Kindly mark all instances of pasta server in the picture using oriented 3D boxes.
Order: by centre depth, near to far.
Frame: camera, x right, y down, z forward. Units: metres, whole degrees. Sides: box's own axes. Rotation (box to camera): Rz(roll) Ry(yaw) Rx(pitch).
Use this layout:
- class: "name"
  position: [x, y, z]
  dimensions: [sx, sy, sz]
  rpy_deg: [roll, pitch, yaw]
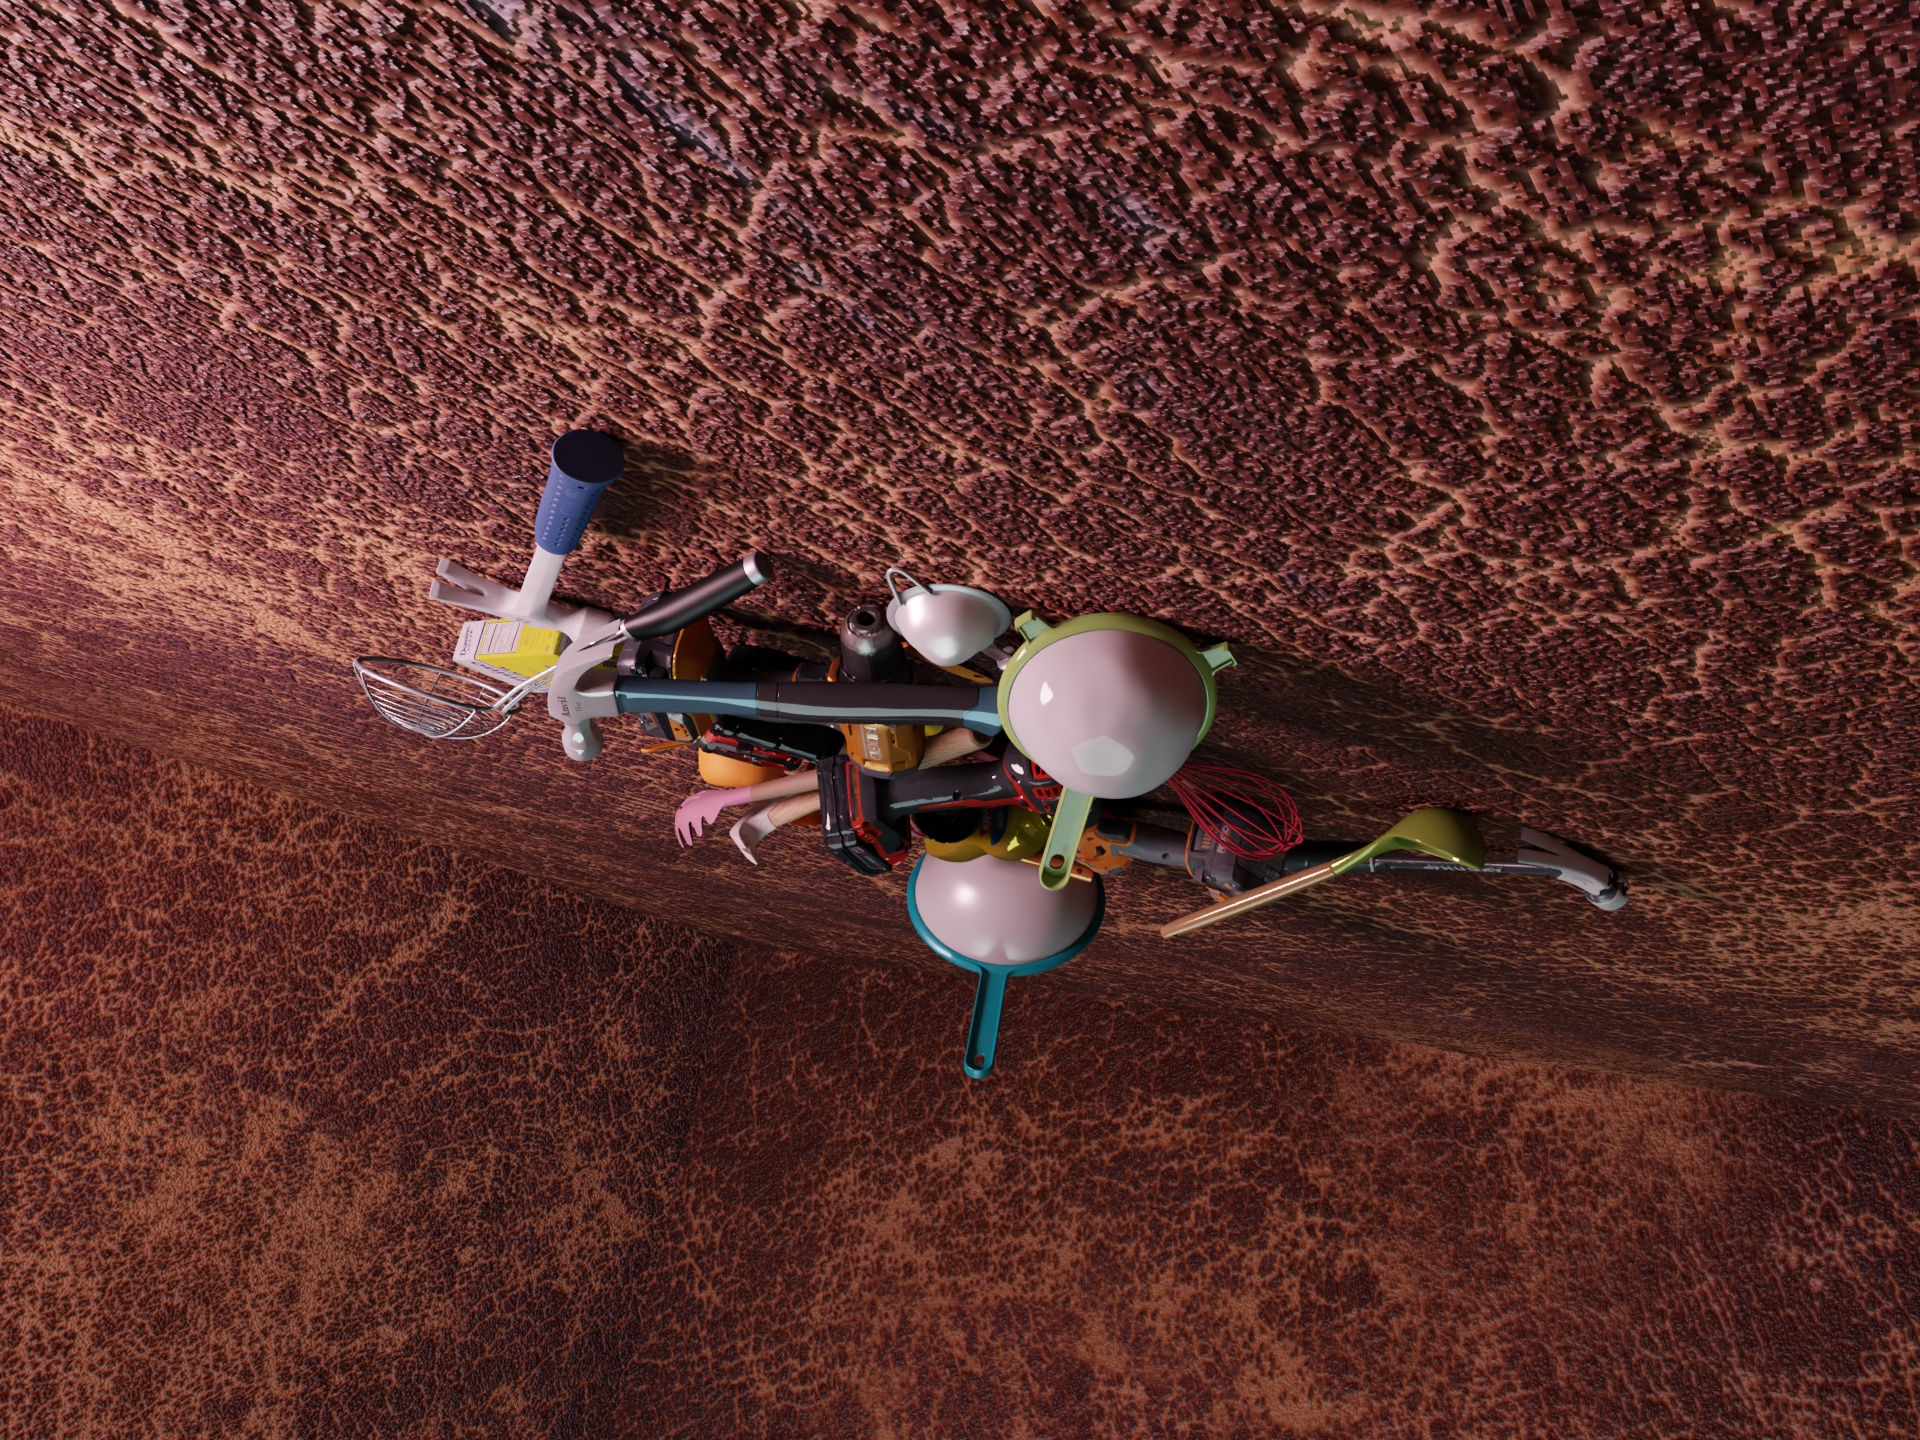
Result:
- class: "pasta server"
  position: [-0.170, 0.070, 1.482]
  dimensions: [0.316, 0.060, 0.040]
  rpy_deg: [-14, 114, 43]

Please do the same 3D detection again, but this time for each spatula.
- class: "spatula"
  position: [-0.019, 0.111, 1.617]
  dimensions: [0.322, 0.081, 0.041]
  rpy_deg: [17, 167, 9]

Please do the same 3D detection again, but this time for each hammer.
- class: "hammer"
  position: [-0.294, -0.123, 1.125]
  dimensions: [0.144, 0.035, 0.405]
  rpy_deg: [17, 165, -16]
- class: "hammer"
  position: [-0.130, -0.014, 1.136]
  dimensions: [0.331, 0.033, 0.128]
  rpy_deg: [2, 141, 1]
- class: "hammer"
  position: [-0.097, 0.058, 1.472]
  dimensions: [0.331, 0.130, 0.031]
  rpy_deg: [-23, 109, 41]
- class: "hammer"
  position: [0.407, 0.135, 1.516]
  dimensions: [0.409, 0.036, 0.149]
  rpy_deg: [-3, 158, 46]

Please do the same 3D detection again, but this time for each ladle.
- class: "ladle"
  position: [0.312, 0.151, 1.412]
  dimensions: [0.320, 0.062, 0.078]
  rpy_deg: [-27, 146, 33]
- class: "ladle"
  position: [-0.060, 0.027, 1.518]
  dimensions: [0.315, 0.031, 0.069]
  rpy_deg: [2, 160, 41]

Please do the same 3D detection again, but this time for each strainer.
- class: "strainer"
  position: [0.090, 0.044, 1.107]
  dimensions: [0.151, 0.069, 0.256]
  rpy_deg: [9, 130, -5]
- class: "strainer"
  position: [0.033, -0.044, 1.148]
  dimensions: [0.087, 0.050, 0.258]
  rpy_deg: [-17, 154, 34]
- class: "strainer"
  position: [0.040, 0.199, 1.615]
  dimensions: [0.211, 0.341, 0.095]
  rpy_deg: [6, 132, 5]

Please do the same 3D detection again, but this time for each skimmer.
- class: "skimmer"
  position: [-0.293, -0.071, 1.170]
  dimensions: [0.363, 0.090, 0.127]
  rpy_deg: [-23, 165, 25]

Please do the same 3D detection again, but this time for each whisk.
- class: "whisk"
  position: [0.183, 0.044, 1.326]
  dimensions: [0.295, 0.073, 0.073]
  rpy_deg: [30, 159, -31]

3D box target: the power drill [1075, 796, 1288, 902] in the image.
- class: "power drill"
  position: [0.182, 0.113, 1.537]
  dimensions: [0.226, 0.084, 0.164]
  rpy_deg: [6, 164, 37]

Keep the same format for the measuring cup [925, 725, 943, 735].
- class: "measuring cup"
  position: [-0.002, -0.004, 1.339]
  dimensions: [0.156, 0.029, 0.062]
  rpy_deg: [2, 163, 40]

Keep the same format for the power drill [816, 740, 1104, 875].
- class: "power drill"
  position: [0.010, 0.068, 1.342]
  dimensions: [0.226, 0.080, 0.187]
  rpy_deg: [-12, 159, 12]

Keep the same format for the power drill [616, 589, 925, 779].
- class: "power drill"
  position: [-0.139, -0.037, 1.208]
  dimensions: [0.226, 0.084, 0.185]
  rpy_deg: [11, 149, 9]

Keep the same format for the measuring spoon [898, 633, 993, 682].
- class: "measuring spoon"
  position: [-0.014, -0.049, 1.228]
  dimensions: [0.021, 0.011, 0.116]
  rpy_deg: [-4, 162, 43]

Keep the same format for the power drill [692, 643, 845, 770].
- class: "power drill"
  position: [-0.187, -0.004, 1.418]
  dimensions: [0.143, 0.078, 0.219]
  rpy_deg: [17, 168, -18]

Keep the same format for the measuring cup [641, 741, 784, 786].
- class: "measuring cup"
  position: [-0.242, 0.042, 1.548]
  dimensions: [0.095, 0.052, 0.173]
  rpy_deg: [6, -171, 37]
